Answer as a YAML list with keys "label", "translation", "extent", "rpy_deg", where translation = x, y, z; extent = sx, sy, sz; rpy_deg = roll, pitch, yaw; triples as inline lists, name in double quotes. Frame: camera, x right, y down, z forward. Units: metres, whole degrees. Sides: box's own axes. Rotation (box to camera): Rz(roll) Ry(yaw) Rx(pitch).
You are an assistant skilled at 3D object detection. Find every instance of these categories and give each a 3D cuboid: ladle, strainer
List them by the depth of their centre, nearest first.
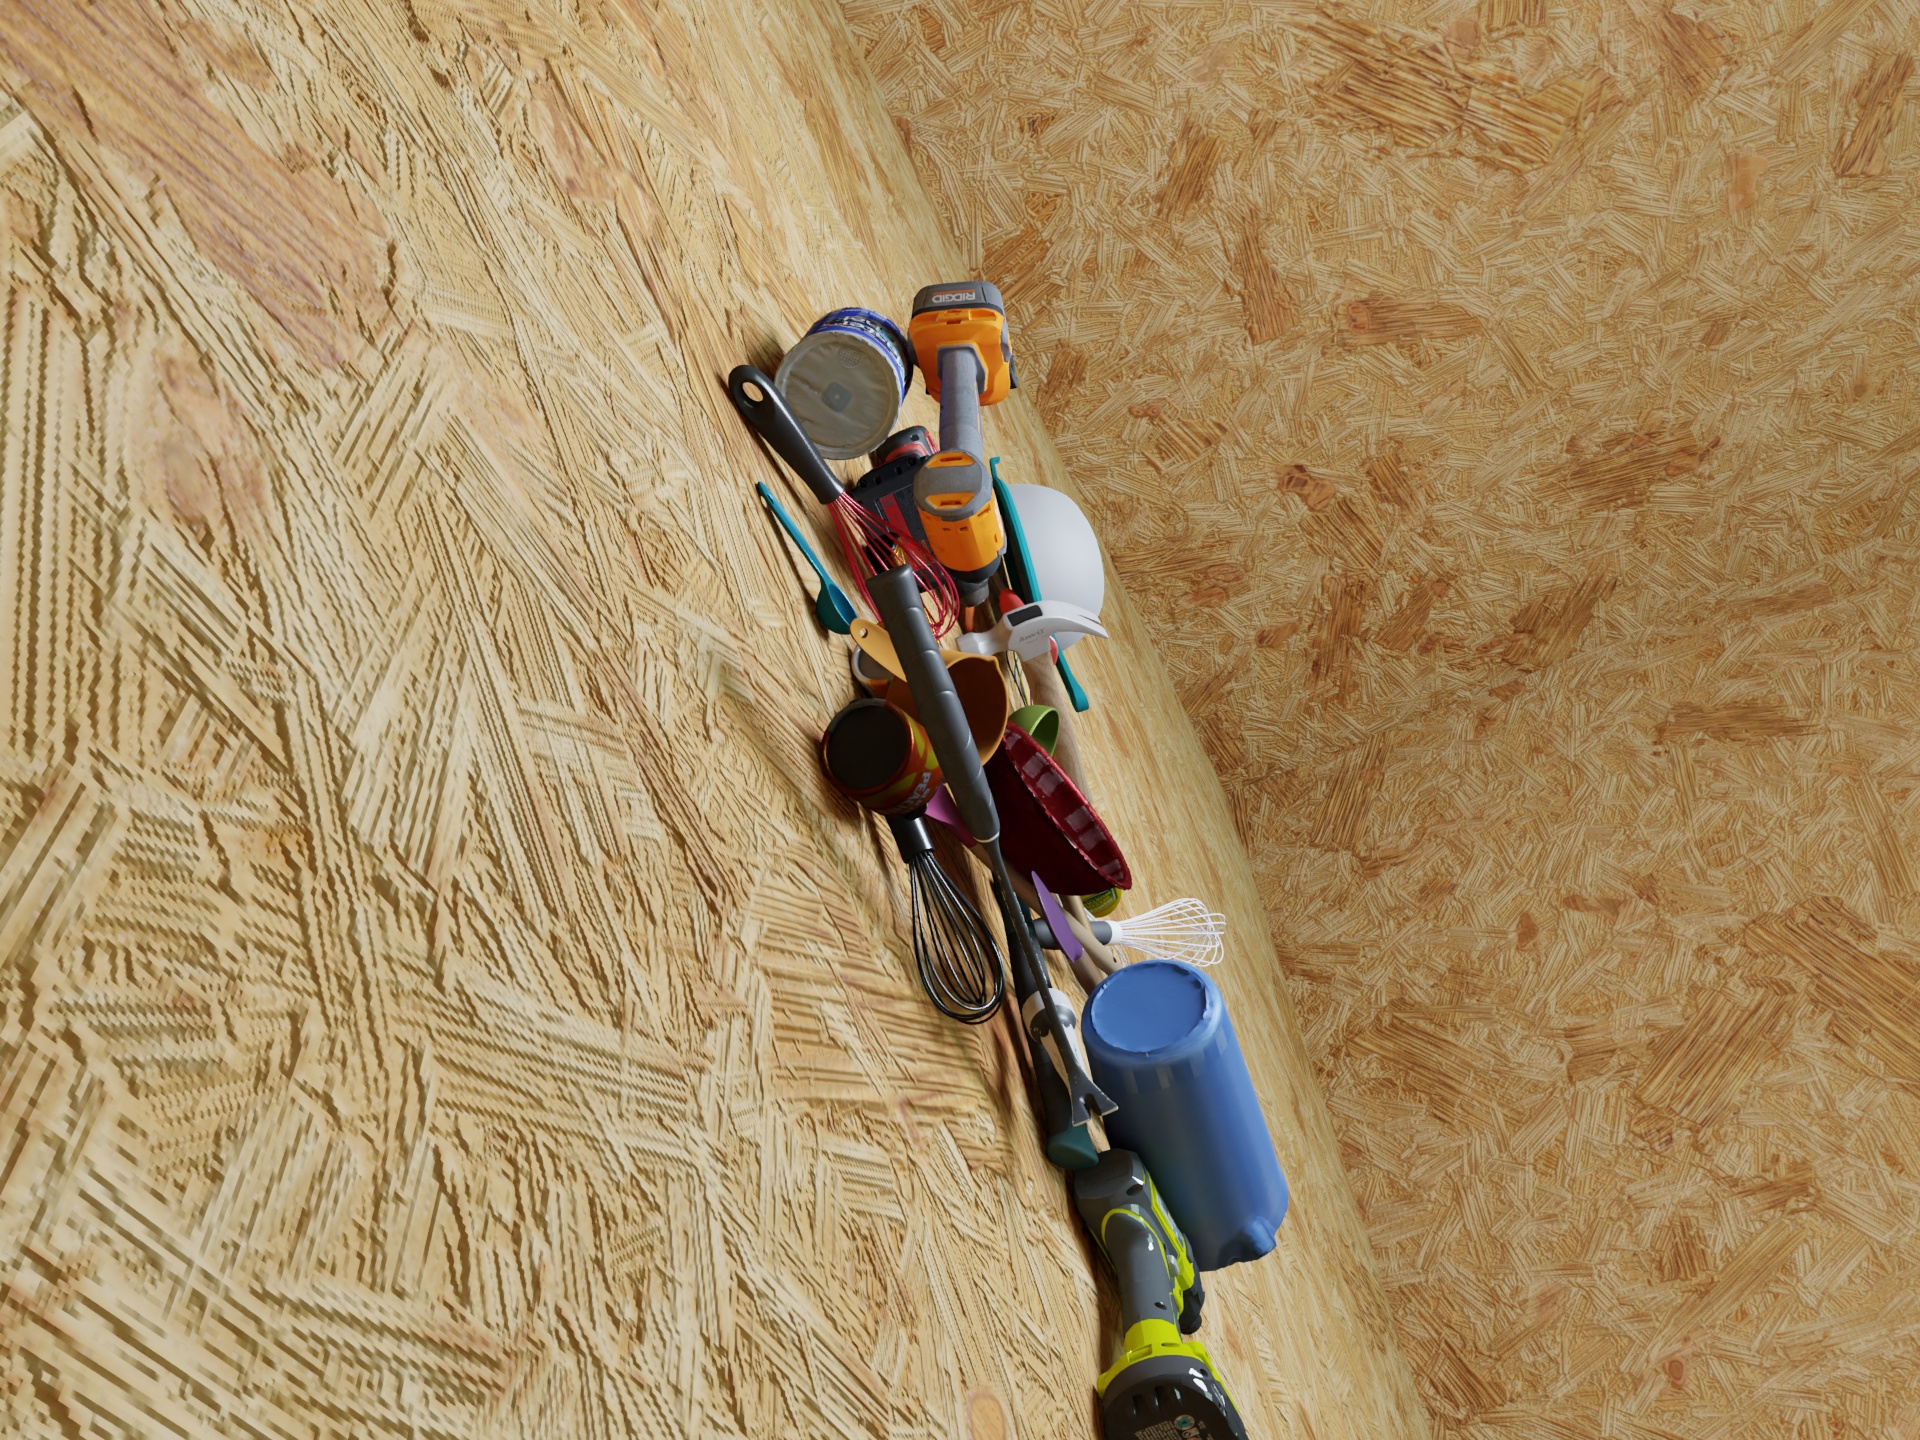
- label: "ladle"
  translation: [0.101, 0.141, 1.352]
  extent: [0.078, 0.062, 0.320]
  rpy_deg: [-15, 84, -64]
- label: "strainer"
  translation: [0.117, -0.131, 1.689]
  extent: [0.341, 0.095, 0.210]
  rpy_deg: [-109, -176, -48]

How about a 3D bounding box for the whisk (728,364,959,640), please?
- label: "whisk"
  translation: [-0.089, -0.164, 1.242]
  extent: [0.295, 0.073, 0.073]
  rpy_deg: [51, 19, -37]

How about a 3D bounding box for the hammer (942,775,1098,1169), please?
- label: "hammer"
  translation: [0.049, 0.178, 1.224]
  extent: [0.128, 0.033, 0.331]
  rpy_deg: [19, 49, -48]

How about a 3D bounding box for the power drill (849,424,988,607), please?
- label: "power drill"
  translation: [-0.027, -0.178, 1.503]
  extent: [0.227, 0.080, 0.187]
  rpy_deg: [-79, 145, -74]

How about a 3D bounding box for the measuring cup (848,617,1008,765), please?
- label: "measuring cup"
  translation: [-0.037, -0.027, 1.110]
  extent: [0.173, 0.052, 0.095]
  rpy_deg: [39, 72, -43]

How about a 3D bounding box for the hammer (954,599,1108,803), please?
- label: "hammer"
  translation: [0.090, -0.004, 1.515]
  extent: [0.331, 0.130, 0.031]
  rpy_deg: [69, -2, -55]

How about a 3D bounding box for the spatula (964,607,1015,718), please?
- label: "spatula"
  translation: [0.049, -0.030, 1.630]
  extent: [0.081, 0.041, 0.323]
  rpy_deg: [74, -3, -80]

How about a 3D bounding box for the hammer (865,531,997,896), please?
- label: "hammer"
  translation: [-0.002, -0.004, 1.379]
  extent: [0.337, 0.034, 0.127]
  rpy_deg: [67, 13, 1]

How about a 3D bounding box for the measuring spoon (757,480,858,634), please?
- label: "measuring spoon"
  translation: [-0.116, -0.114, 1.146]
  extent: [0.128, 0.021, 0.042]
  rpy_deg: [56, 14, -6]

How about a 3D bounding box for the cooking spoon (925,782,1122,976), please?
- label: "cooking spoon"
  translation: [0.025, 0.105, 1.192]
  extent: [0.318, 0.017, 0.069]
  rpy_deg: [44, 23, -29]

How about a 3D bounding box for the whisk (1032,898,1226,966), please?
- label: "whisk"
  translation: [0.155, 0.195, 1.453]
  extent: [0.284, 0.070, 0.070]
  rpy_deg: [8, 56, -47]

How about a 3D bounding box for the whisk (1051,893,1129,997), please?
- label: "whisk"
  translation: [0.090, 0.157, 1.478]
  extent: [0.246, 0.058, 0.059]
  rpy_deg: [62, -22, -12]

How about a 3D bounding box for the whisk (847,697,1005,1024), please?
- label: "whisk"
  translation: [-0.030, 0.091, 1.064]
  extent: [0.239, 0.055, 0.055]
  rpy_deg: [67, 11, 19]

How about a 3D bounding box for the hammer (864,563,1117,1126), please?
- label: "hammer"
  translation: [0.019, 0.083, 1.012]
  extent: [0.149, 0.036, 0.408]
  rpy_deg: [-117, -174, -63]

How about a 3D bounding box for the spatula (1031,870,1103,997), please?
- label: "spatula"
  translation: [0.088, 0.177, 1.190]
  extent: [0.315, 0.018, 0.060]
  rpy_deg: [61, 8, -62]

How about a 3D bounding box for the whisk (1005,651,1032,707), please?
- label: "whisk"
  translation: [0.083, -0.018, 1.759]
  extent: [0.245, 0.051, 0.047]
  rpy_deg: [-90, 161, -54]

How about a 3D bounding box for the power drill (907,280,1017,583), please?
- label: "power drill"
  translation: [0.004, -0.231, 1.331]
  extent: [0.164, 0.084, 0.227]
  rpy_deg: [70, 19, -66]

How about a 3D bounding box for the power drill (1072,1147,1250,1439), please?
- label: "power drill"
  translation: [0.145, 0.435, 1.120]
  extent: [0.171, 0.080, 0.223]
  rpy_deg: [62, 10, -24]

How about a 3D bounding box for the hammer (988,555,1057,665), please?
- label: "hammer"
  translation: [0.054, -0.119, 1.633]
  extent: [0.359, 0.036, 0.149]
  rpy_deg: [-109, -176, -75]
